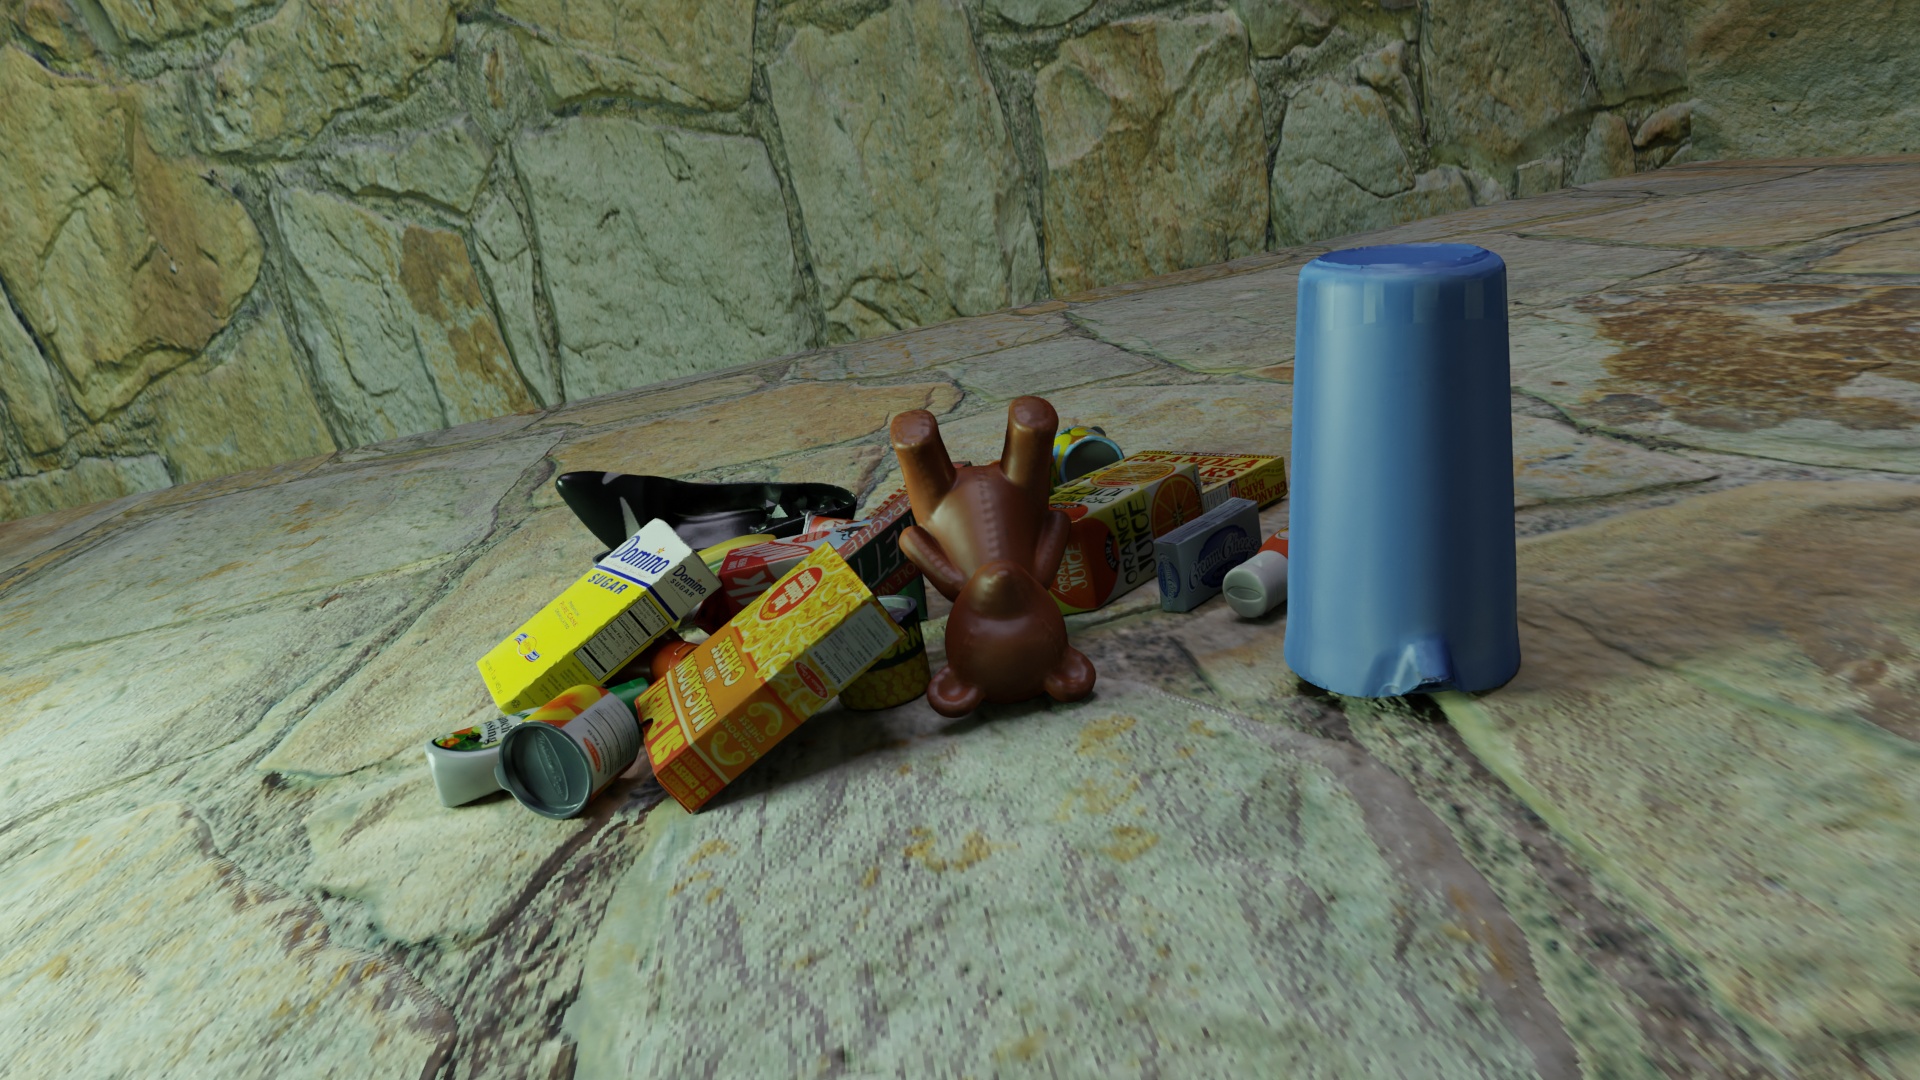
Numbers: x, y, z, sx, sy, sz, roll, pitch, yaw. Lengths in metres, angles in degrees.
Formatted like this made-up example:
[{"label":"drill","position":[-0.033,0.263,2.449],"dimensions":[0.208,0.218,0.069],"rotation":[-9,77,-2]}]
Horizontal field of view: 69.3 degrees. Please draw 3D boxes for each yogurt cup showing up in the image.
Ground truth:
[{"label":"yogurt cup","position":[-0.103,0.012,1.200],"dimensions":[0.054,0.072,0.072],"rotation":[-1,16,8]}]

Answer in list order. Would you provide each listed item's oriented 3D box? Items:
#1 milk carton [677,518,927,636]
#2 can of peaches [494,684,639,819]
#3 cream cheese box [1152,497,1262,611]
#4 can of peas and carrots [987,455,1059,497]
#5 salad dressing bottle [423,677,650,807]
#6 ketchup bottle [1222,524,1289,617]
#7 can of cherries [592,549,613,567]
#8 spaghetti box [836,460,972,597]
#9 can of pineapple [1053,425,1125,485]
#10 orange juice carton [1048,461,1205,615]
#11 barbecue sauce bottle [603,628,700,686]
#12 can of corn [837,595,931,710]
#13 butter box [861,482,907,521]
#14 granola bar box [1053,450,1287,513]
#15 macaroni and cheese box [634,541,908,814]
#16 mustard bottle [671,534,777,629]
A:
[{"label":"milk carton","position":[-0.126,0.038,1.099],"dimensions":[0.191,0.073,0.072],"rotation":[-12,15,0]},{"label":"can of peaches","position":[-0.245,0.131,0.866],"dimensions":[0.071,0.071,0.058],"rotation":[-6,16,21]},{"label":"cream cheese box","position":[0.182,0.009,1.014],"dimensions":[0.024,0.053,0.104],"rotation":[6,23,45]},{"label":"can of peas and carrots","position":[0.062,-0.047,1.296],"dimensions":[0.071,0.058,0.071],"rotation":[-10,15,3]},{"label":"salad dressing bottle","position":[-0.277,0.132,0.928],"dimensions":[0.148,0.044,0.064],"rotation":[-18,15,-23]},{"label":"ketchup bottle","position":[0.242,0.012,0.979],"dimensions":[0.064,0.043,0.149],"rotation":[5,23,46]},{"label":"can of cherries","position":[-0.295,0.038,1.254],"dimensions":[0.071,0.058,0.072],"rotation":[-10,15,3]},{"label":"spaghetti box","position":[-0.076,0.030,1.005],"dimensions":[0.251,0.050,0.028],"rotation":[-40,28,-27]},{"label":"can of pineapple","position":[0.120,-0.075,1.335],"dimensions":[0.071,0.070,0.058],"rotation":[-14,16,-9]},{"label":"orange juice carton","position":[0.105,-0.001,1.074],"dimensions":[0.073,0.071,0.193],"rotation":[4,21,45]},{"label":"barbecue sauce bottle","position":[-0.240,0.088,1.060],"dimensions":[0.148,0.043,0.065],"rotation":[7,36,47]},{"label":"can of corn","position":[-0.055,0.076,0.939],"dimensions":[0.071,0.058,0.071],"rotation":[-11,15,3]},{"label":"butter box","position":[-0.061,-0.019,1.277],"dimensions":[0.104,0.024,0.053],"rotation":[-42,24,-15]},{"label":"granola bar box","position":[0.184,-0.043,1.227],"dimensions":[0.125,0.039,0.165],"rotation":[-23,19,-35]},{"label":"macaroni and cheese box","position":[-0.124,0.080,0.873],"dimensions":[0.166,0.040,0.124],"rotation":[-39,23,-5]},{"label":"mustard bottle","position":[-0.226,0.044,1.181],"dimensions":[0.160,0.065,0.049],"rotation":[-19,9,-6]}]
